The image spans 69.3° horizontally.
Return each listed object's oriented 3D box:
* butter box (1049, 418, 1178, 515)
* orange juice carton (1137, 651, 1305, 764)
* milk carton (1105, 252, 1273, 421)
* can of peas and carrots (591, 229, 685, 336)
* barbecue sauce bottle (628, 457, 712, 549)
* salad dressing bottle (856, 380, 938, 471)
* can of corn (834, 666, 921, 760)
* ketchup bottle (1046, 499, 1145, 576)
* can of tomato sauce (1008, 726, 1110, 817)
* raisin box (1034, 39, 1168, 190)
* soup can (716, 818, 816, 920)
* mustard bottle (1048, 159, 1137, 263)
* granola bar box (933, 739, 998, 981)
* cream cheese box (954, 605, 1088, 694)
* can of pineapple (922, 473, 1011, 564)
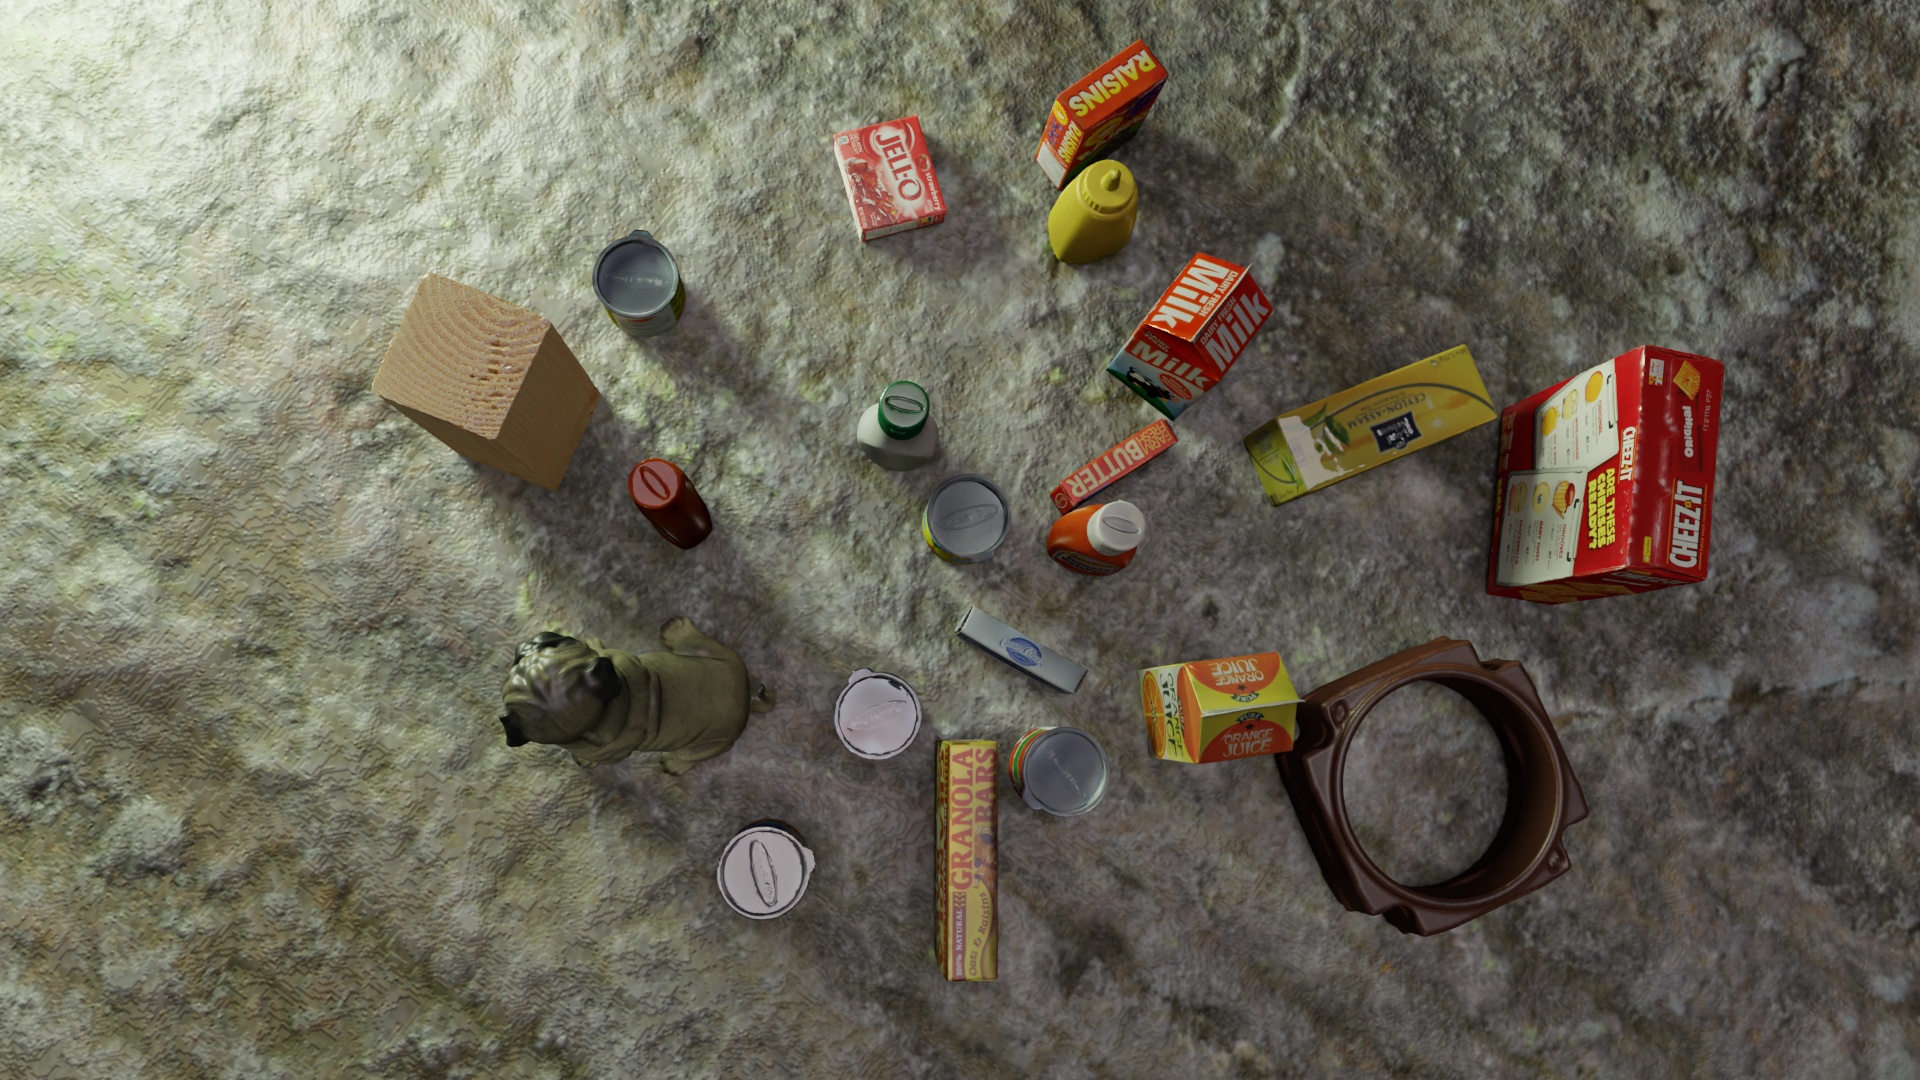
[{"bbox_3d":[0.123,-0.059,1.118,0.104,0.053,0.024,-32,87,-9],"label":"butter box"},{"bbox_3d":[0.190,0.124,1.029,0.072,0.192,0.073,-6,83,-6],"label":"orange juice carton"},{"bbox_3d":[0.177,-0.158,1.068,0.073,0.190,0.072,37,81,0],"label":"milk carton"},{"bbox_3d":[-0.253,-0.202,1.098,0.071,0.058,0.071,1,82,-5],"label":"can of peas and carrots"},{"bbox_3d":[-0.218,-0.031,1.033,0.044,0.148,0.065,-39,88,-9],"label":"barbecue sauce bottle"},{"bbox_3d":[-0.046,-0.087,1.058,0.064,0.147,0.044,13,82,-4],"label":"salad dressing bottle"},{"bbox_3d":[-0.066,0.133,1.071,0.071,0.058,0.071,1,82,-5],"label":"can of corn"},{"bbox_3d":[0.108,-0.003,1.061,0.065,0.148,0.043,17,82,-3],"label":"ketchup bottle"},{"bbox_3d":[0.073,0.177,1.066,0.071,0.083,0.071,1,83,-5],"label":"can of tomato sauce"},{"bbox_3d":[0.111,-0.341,1.120,0.086,0.123,0.040,-36,87,-9],"label":"raisin box"},{"bbox_3d":[-0.143,0.243,1.035,0.071,0.083,0.071,1,83,-5],"label":"soup can"},{"bbox_3d":[0.109,-0.263,1.091,0.065,0.160,0.049,-12,84,-7],"label":"mustard bottle"},{"bbox_3d":[0.002,0.232,1.031,0.039,0.124,0.165,1,82,-5],"label":"granola bar box"},{"bbox_3d":[0.046,0.087,1.091,0.104,0.053,0.024,29,81,-1],"label":"cream cheese box"},{"bbox_3d":[0.004,-0.014,1.098,0.071,0.058,0.071,1,82,-5],"label":"can of pineapple"}]
